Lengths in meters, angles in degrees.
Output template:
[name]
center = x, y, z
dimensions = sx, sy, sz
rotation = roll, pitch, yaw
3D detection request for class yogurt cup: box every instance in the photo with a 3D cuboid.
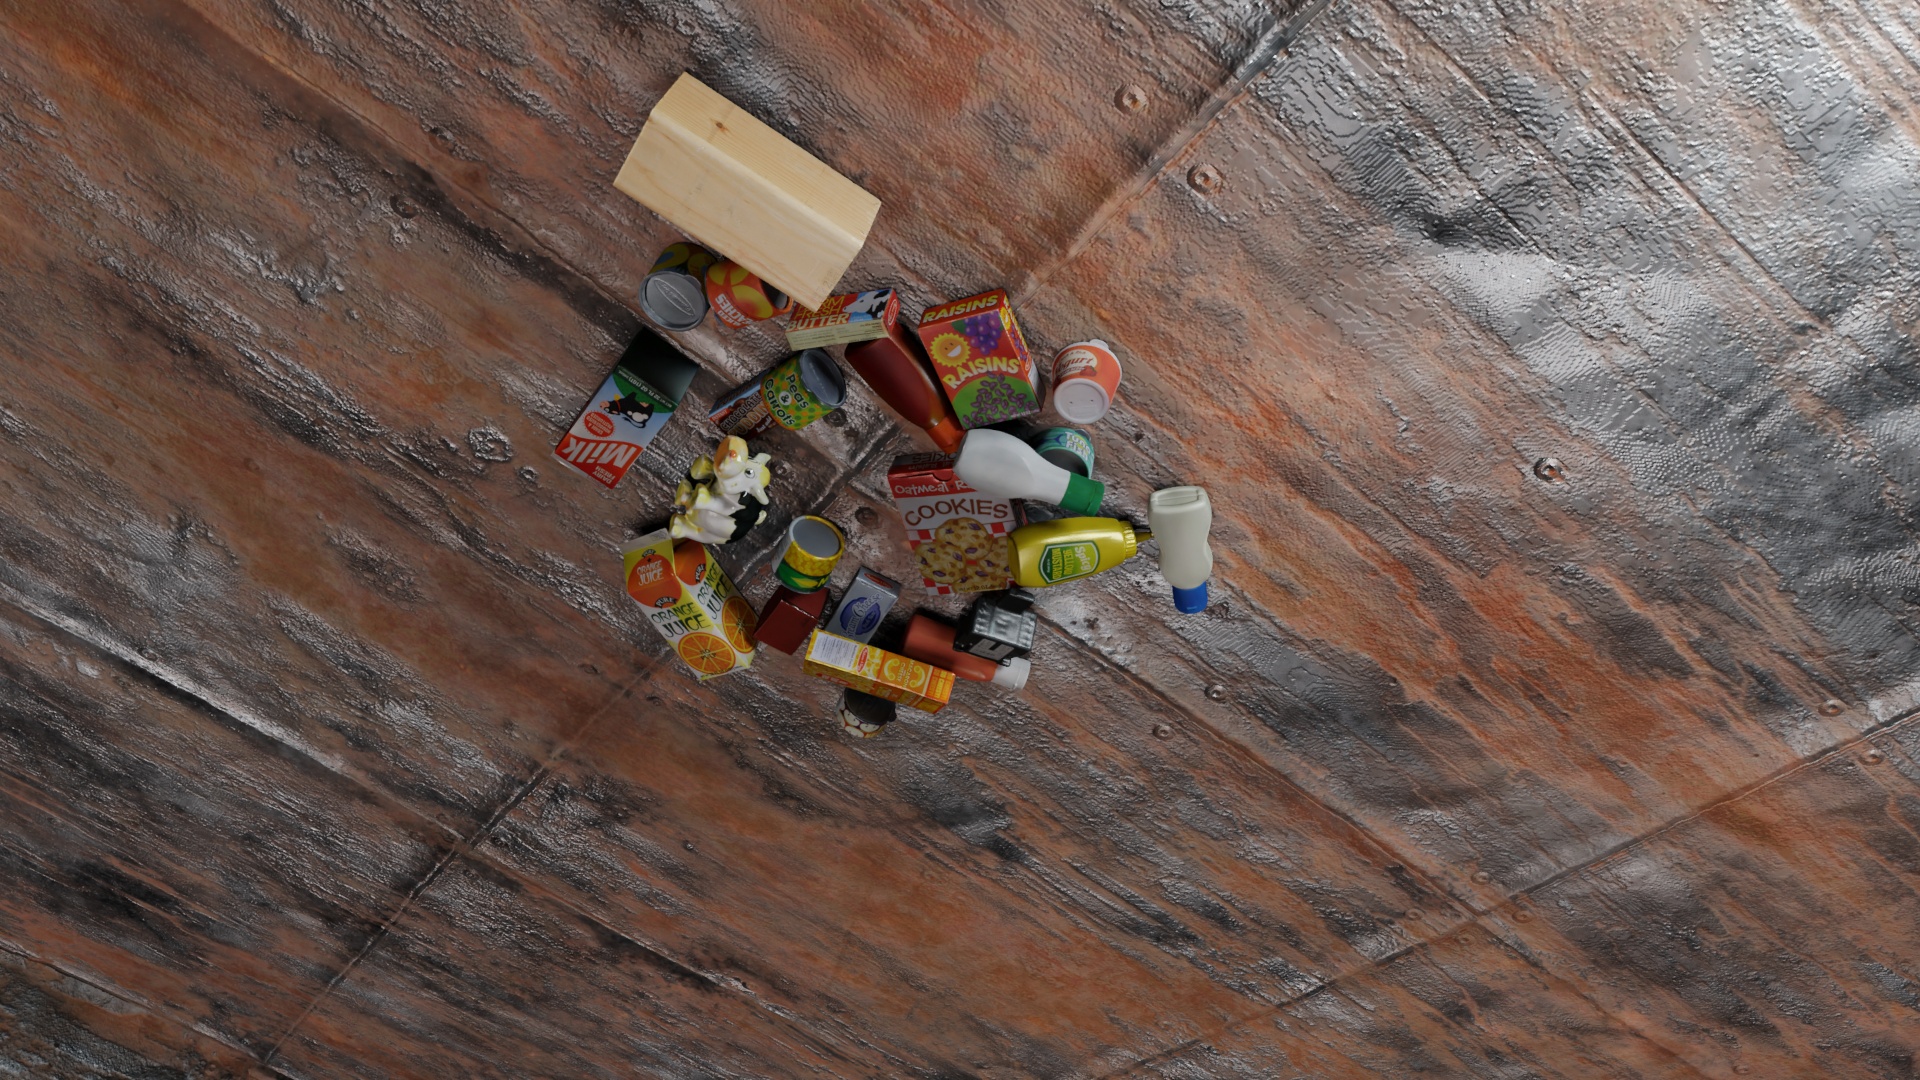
[yogurt cup]
center = 0.118, -0.148, 1.328
dimensions = 0.072, 0.054, 0.072
rotation = 6, 131, 7

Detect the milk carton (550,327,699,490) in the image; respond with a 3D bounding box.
[milk carton]
center = -0.354, -0.123, 1.436
dimensions = 0.072, 0.074, 0.189
rotation = 35, 128, -18

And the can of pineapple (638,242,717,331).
[can of pineapple]
center = -0.265, -0.243, 1.326
dimensions = 0.071, 0.058, 0.070
rotation = 6, 131, 7

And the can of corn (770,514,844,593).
[can of corn]
center = -0.164, 0.015, 1.518
dimensions = 0.071, 0.071, 0.058
rotation = 25, 130, -10

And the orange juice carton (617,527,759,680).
[orange juice carton]
center = -0.310, 0.065, 1.587
dimensions = 0.071, 0.073, 0.192
rotation = -17, 124, 25

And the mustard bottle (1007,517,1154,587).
[mustard bottle]
center = 0.130, 0.006, 1.442
dimensions = 0.160, 0.049, 0.065
rotation = -11, 121, -9

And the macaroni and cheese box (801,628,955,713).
[macaroni and cheese box]
center = -0.096, 0.152, 1.598
dimensions = 0.166, 0.040, 0.123
rotation = 18, 166, -4

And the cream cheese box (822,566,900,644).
[cream cheese box]
center = -0.113, 0.079, 1.589
dimensions = 0.053, 0.024, 0.103
rotation = 26, 130, -10

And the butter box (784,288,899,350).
[butter box]
center = -0.113, -0.211, 1.325
dimensions = 0.103, 0.053, 0.024
rotation = -5, 131, 17

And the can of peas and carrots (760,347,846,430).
[can of peas and carrots]
center = -0.157, -0.149, 1.374
dimensions = 0.058, 0.071, 0.071
rotation = -26, 120, 30

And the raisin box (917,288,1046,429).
[raisin box]
center = 0.022, -0.173, 1.337
dimensions = 0.086, 0.040, 0.123
rotation = -11, 128, 21

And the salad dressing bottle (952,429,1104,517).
[salad dressing bottle]
center = 0.068, -0.064, 1.372
dimensions = 0.148, 0.044, 0.064
rotation = 20, 121, -7

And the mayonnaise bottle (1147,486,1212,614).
[mayonnaise bottle]
center = 0.233, 0.012, 1.448
dimensions = 0.065, 0.041, 0.147
rotation = -7, 129, 9

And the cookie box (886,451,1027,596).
[cookie box]
center = 0.005, -0.018, 1.470
dimensions = 0.123, 0.040, 0.166
rotation = -5, 128, 16

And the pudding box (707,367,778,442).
[pudding box]
center = -0.211, -0.136, 1.424
dimensions = 0.083, 0.030, 0.049
rotation = -25, 120, 29

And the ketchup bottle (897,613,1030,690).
[ketchup bottle]
center = 0.005, 0.133, 1.596
dimensions = 0.149, 0.044, 0.064
rotation = 20, 143, -5

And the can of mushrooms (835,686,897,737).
[can of mushrooms]
center = -0.112, 0.202, 1.664
dimensions = 0.071, 0.071, 0.033
rotation = 25, 131, -9

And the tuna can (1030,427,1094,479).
[tuna can]
center = 0.103, -0.080, 1.402
dimensions = 0.071, 0.033, 0.070
rotation = 6, 131, 7

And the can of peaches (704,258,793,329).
[can of peaches]
center = -0.199, -0.236, 1.309
dimensions = 0.058, 0.071, 0.071
rotation = -14, 126, 21

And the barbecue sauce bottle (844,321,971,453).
[barbecue sauce bottle]
center = -0.046, -0.148, 1.370
dimensions = 0.064, 0.044, 0.148
rotation = -20, 124, 36
